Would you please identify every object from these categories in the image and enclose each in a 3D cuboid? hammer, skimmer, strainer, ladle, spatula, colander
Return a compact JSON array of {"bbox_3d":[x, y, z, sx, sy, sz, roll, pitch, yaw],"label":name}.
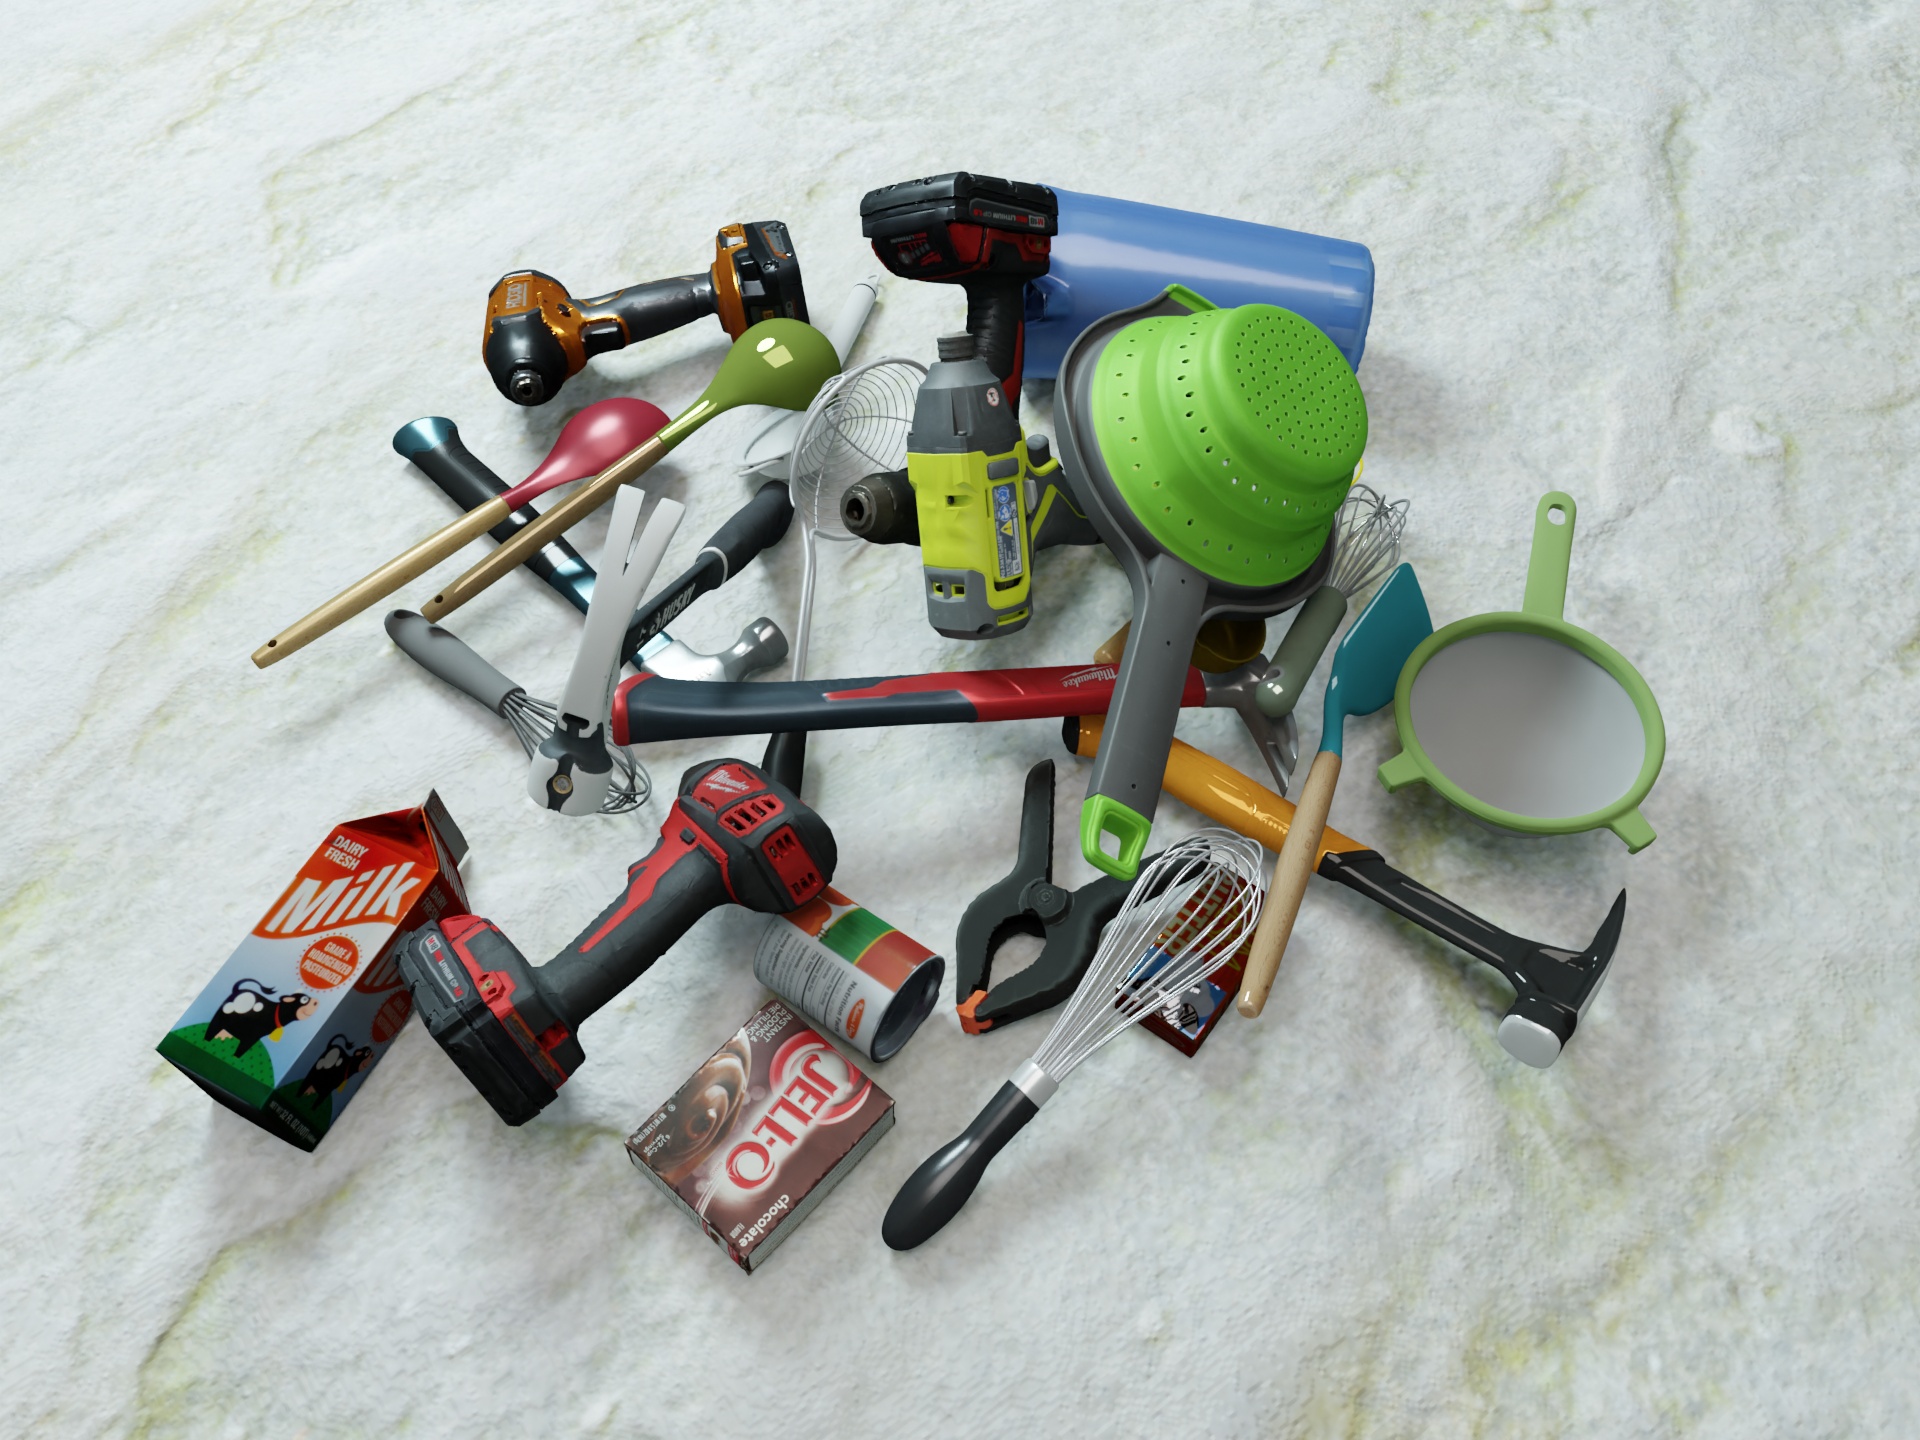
[{"bbox_3d":[-0.143,-0.086,0.886,0.036,0.149,0.409,19,19,-1],"label":"hammer"},{"bbox_3d":[-0.071,-0.058,0.979,0.090,0.127,0.364,-6,62,21],"label":"skimmer"},{"bbox_3d":[-0.097,-0.242,1.133,0.087,0.050,0.259,-8,45,31],"label":"strainer"},{"bbox_3d":[0.341,-0.027,0.960,0.151,0.069,0.256,14,57,11],"label":"strainer"},{"bbox_3d":[0.206,0.066,0.913,0.337,0.034,0.127,30,47,23],"label":"hammer"},{"bbox_3d":[-0.001,-0.003,0.908,0.386,0.038,0.143,-4,43,-12],"label":"hammer"},{"bbox_3d":[-0.318,-0.126,1.032,0.315,0.031,0.069,-38,65,-21],"label":"ladle"},{"bbox_3d":[0.209,0.038,0.883,0.044,0.082,0.318,-3,40,32],"label":"spatula"},{"bbox_3d":[-0.212,-0.158,1.039,0.320,0.062,0.078,-39,66,-9],"label":"ladle"},{"bbox_3d":[-0.268,-0.107,1.053,0.128,0.033,0.331,-39,63,-23],"label":"hammer"},{"bbox_3d":[0.141,-0.100,0.862,0.204,0.094,0.397,29,58,-19],"label":"colander"}]

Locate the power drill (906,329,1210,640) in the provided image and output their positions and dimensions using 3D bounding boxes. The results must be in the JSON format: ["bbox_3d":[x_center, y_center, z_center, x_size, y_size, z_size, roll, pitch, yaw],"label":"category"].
[{"bbox_3d":[0.060,-0.157,0.962,0.080,0.171,0.223,10,22,41],"label":"power drill"}]

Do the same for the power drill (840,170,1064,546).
[{"bbox_3d":[-0.007,-0.215,0.986,0.080,0.226,0.188,3,11,40],"label":"power drill"}]

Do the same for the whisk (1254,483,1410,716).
[{"bbox_3d":[0.228,-0.076,0.977,0.058,0.059,0.246,-19,23,41],"label":"whisk"}]

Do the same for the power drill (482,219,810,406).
[{"bbox_3d":[-0.221,-0.277,1.115,0.226,0.084,0.164,-12,36,-5],"label":"power drill"}]

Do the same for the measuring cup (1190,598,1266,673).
[{"bbox_3d":[0.115,-0.092,0.925,0.156,0.029,0.062,49,54,1],"label":"measuring cup"}]

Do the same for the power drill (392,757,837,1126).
[{"bbox_3d":[-0.183,0.101,0.855,0.219,0.078,0.143,-36,32,-15],"label":"power drill"}]

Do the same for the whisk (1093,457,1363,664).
[{"bbox_3d":[0.178,-0.109,1.036,0.245,0.051,0.047,-41,70,-19],"label":"whisk"}]

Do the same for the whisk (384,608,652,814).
[{"bbox_3d":[-0.281,-0.009,0.983,0.239,0.055,0.055,32,63,26],"label":"whisk"}]

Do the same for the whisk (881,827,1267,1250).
[{"bbox_3d":[0.060,0.165,0.829,0.070,0.070,0.284,39,79,24],"label":"whisk"}]
